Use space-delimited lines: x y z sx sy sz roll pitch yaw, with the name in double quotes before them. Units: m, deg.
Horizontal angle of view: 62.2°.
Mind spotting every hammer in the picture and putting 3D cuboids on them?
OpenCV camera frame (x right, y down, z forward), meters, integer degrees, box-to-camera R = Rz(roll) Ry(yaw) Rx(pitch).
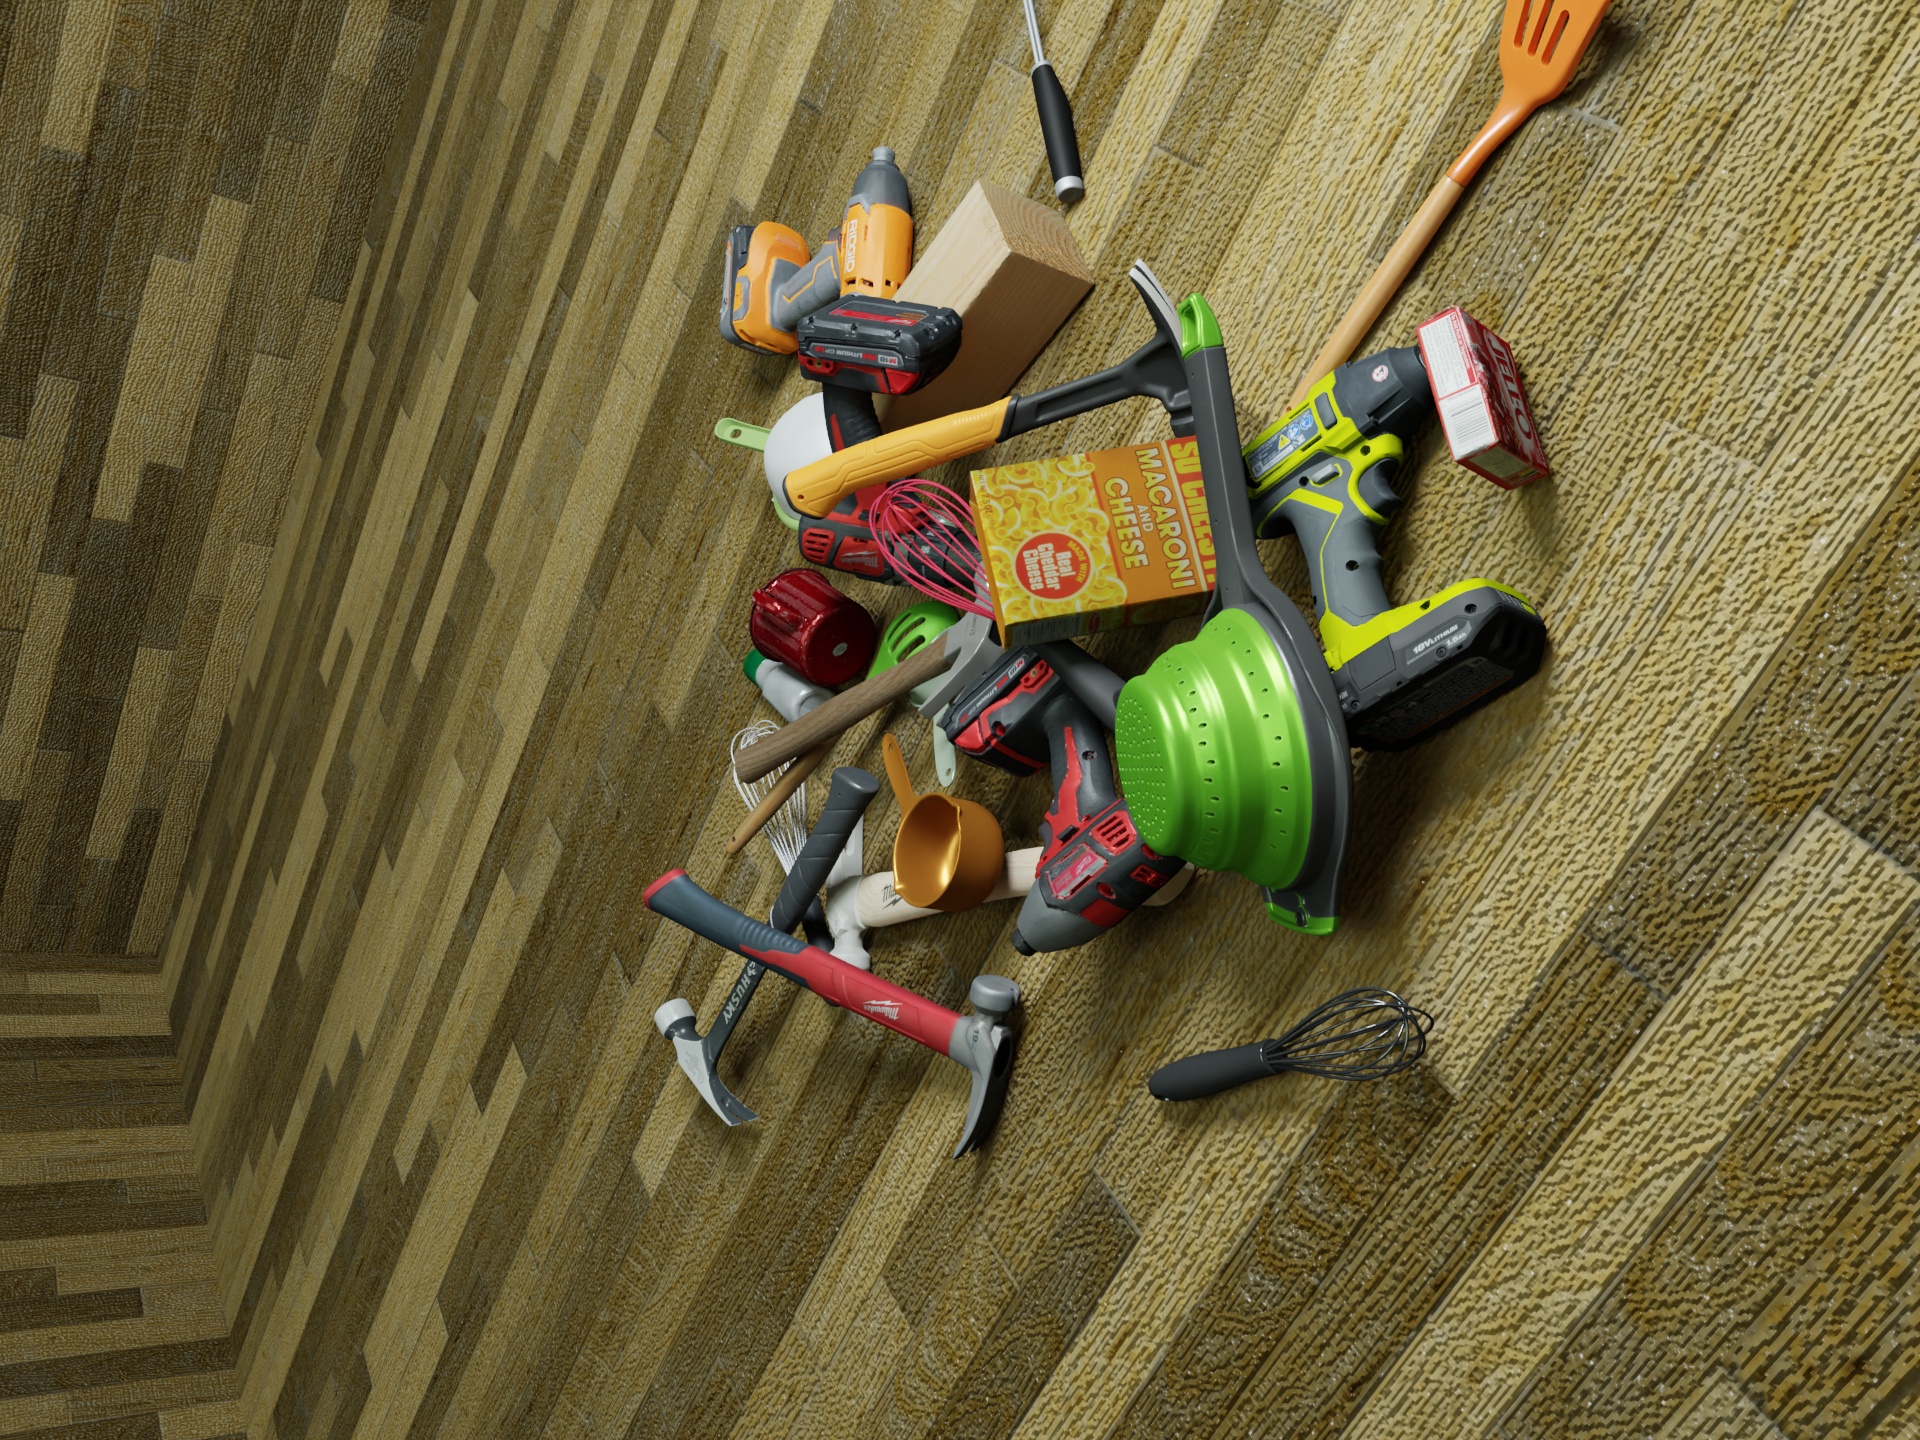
"hammer" -0.081 -0.014 1.305 0.331 0.031 0.130 -28 40 41
"hammer" 0.010 -0.220 1.163 0.337 0.127 0.034 -15 28 26
"hammer" -0.123 0.221 1.314 0.386 0.038 0.143 18 103 34
"hammer" 0.021 0.115 1.243 0.411 0.038 0.146 -15 71 49
"hammer" -0.164 0.194 1.401 0.149 0.036 0.408 52 129 30

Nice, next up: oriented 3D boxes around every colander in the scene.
"colander" 0.140 -0.059 0.973 0.204 0.094 0.397 171 90 -79

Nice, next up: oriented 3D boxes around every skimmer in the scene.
"skimmer" 0.028 -0.583 1.313 0.127 0.090 0.363 108 154 -70

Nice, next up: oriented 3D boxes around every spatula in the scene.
"spatula" 0.284 -0.314 0.981 0.322 0.041 0.081 -58 45 29

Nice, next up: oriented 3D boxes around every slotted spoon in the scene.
"slotted spoon" -0.111 0.012 1.385 0.313 0.031 0.070 -48 49 22

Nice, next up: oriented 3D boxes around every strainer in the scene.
"strainer" -0.159 -0.261 1.450 0.257 0.069 0.151 22 78 42

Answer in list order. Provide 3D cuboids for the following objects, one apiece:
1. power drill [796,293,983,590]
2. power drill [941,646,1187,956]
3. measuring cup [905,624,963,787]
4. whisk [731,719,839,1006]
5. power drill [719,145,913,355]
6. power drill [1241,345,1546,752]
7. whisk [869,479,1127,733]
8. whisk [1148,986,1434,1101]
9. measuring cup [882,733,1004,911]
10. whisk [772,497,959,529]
"power drill" -0.043 -0.208 1.260 0.188 0.080 0.226 14 124 22
"power drill" 0.068 0.055 1.122 0.143 0.078 0.220 -44 43 25
"measuring cup" -0.002 -0.004 1.253 0.083 0.038 0.168 -40 35 30
"whisk" -0.151 0.128 1.445 0.070 0.070 0.285 -41 58 40
"power drill" -0.130 -0.438 1.498 0.226 0.084 0.164 -1 83 47
"power drill" 0.253 -0.110 0.957 0.171 0.080 0.223 -37 53 37
"whisk" 0.037 -0.076 1.120 0.296 0.073 0.073 44 119 27
"whisk" 0.198 0.211 0.998 0.239 0.055 0.055 -32 60 50
"measuring cup" -0.018 0.074 1.236 0.095 0.052 0.174 -55 37 28
"whisk" -0.086 -0.187 1.423 0.246 0.059 0.057 17 110 47
